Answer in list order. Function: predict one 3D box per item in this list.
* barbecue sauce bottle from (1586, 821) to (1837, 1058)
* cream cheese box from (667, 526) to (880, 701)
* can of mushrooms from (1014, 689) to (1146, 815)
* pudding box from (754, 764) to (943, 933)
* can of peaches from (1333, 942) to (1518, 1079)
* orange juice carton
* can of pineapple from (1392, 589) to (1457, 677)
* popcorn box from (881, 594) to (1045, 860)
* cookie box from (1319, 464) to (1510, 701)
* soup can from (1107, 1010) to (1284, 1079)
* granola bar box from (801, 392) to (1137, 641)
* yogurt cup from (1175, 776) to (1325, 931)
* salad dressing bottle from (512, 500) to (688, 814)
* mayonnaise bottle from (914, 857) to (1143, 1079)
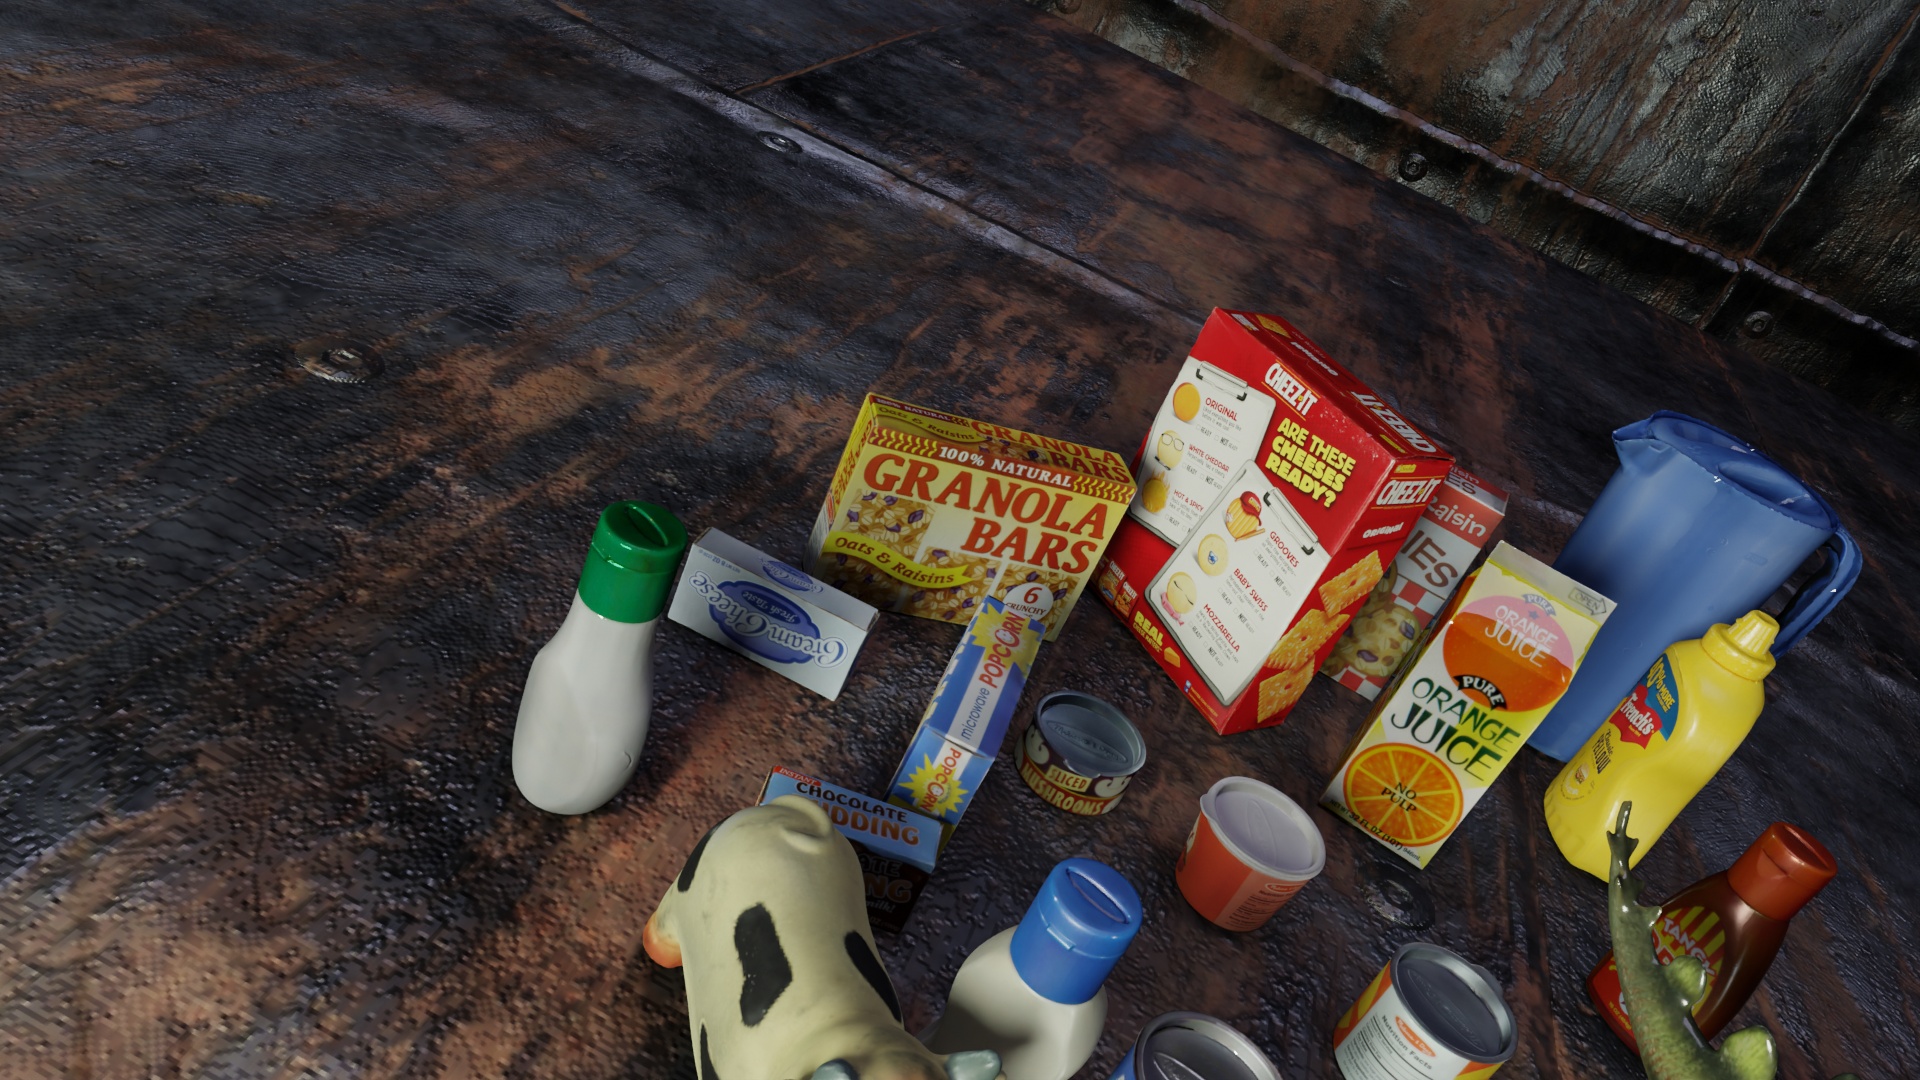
[{"bbox_3d":[0.404,0.214,0.745,0.044,0.147,0.065,6,35,-30],"label":"barbecue sauce bottle"},{"bbox_3d":[-0.100,0.040,0.743,0.104,0.053,0.024,26,30,2],"label":"cream cheese box"},{"bbox_3d":[0.065,0.117,0.761,0.071,0.033,0.071,18,31,-11],"label":"can of mushrooms"},{"bbox_3d":[-0.055,0.139,0.626,0.084,0.049,0.030,21,30,-7],"label":"pudding box"},{"bbox_3d":[0.223,0.237,0.666,0.071,0.057,0.071,18,31,-11],"label":"can of peaches"},{"bbox_3d":[0.294,0.092,0.811,0.072,0.191,0.073,33,31,13],"label":"orange juice carton"},{"bbox_3d":[0.344,0.072,1.010,0.071,0.057,0.071,18,31,-11],"label":"can of pineapple"},{"bbox_3d":[-0.001,0.096,0.696,0.038,0.084,0.127,26,30,2],"label":"popcorn box"},{"bbox_3d":[0.271,0.010,0.946,0.123,0.166,0.040,31,30,9],"label":"cookie box"},{"bbox_3d":[0.078,0.236,0.537,0.071,0.083,0.072,18,31,-11],"label":"soup can"},{"bbox_3d":[0.003,-0.010,0.825,0.166,0.123,0.039,12,32,-21],"label":"granola bar box"},{"bbox_3d":[0.148,0.166,0.726,0.072,0.053,0.073,18,31,-11],"label":"yogurt cup"},{"bbox_3d":[-0.153,0.051,0.593,0.044,0.147,0.064,-10,45,-45],"label":"salad dressing bottle"},{"bbox_3d":[0.021,0.181,0.519,0.065,0.147,0.041,38,32,21],"label":"mayonnaise bottle"}]
